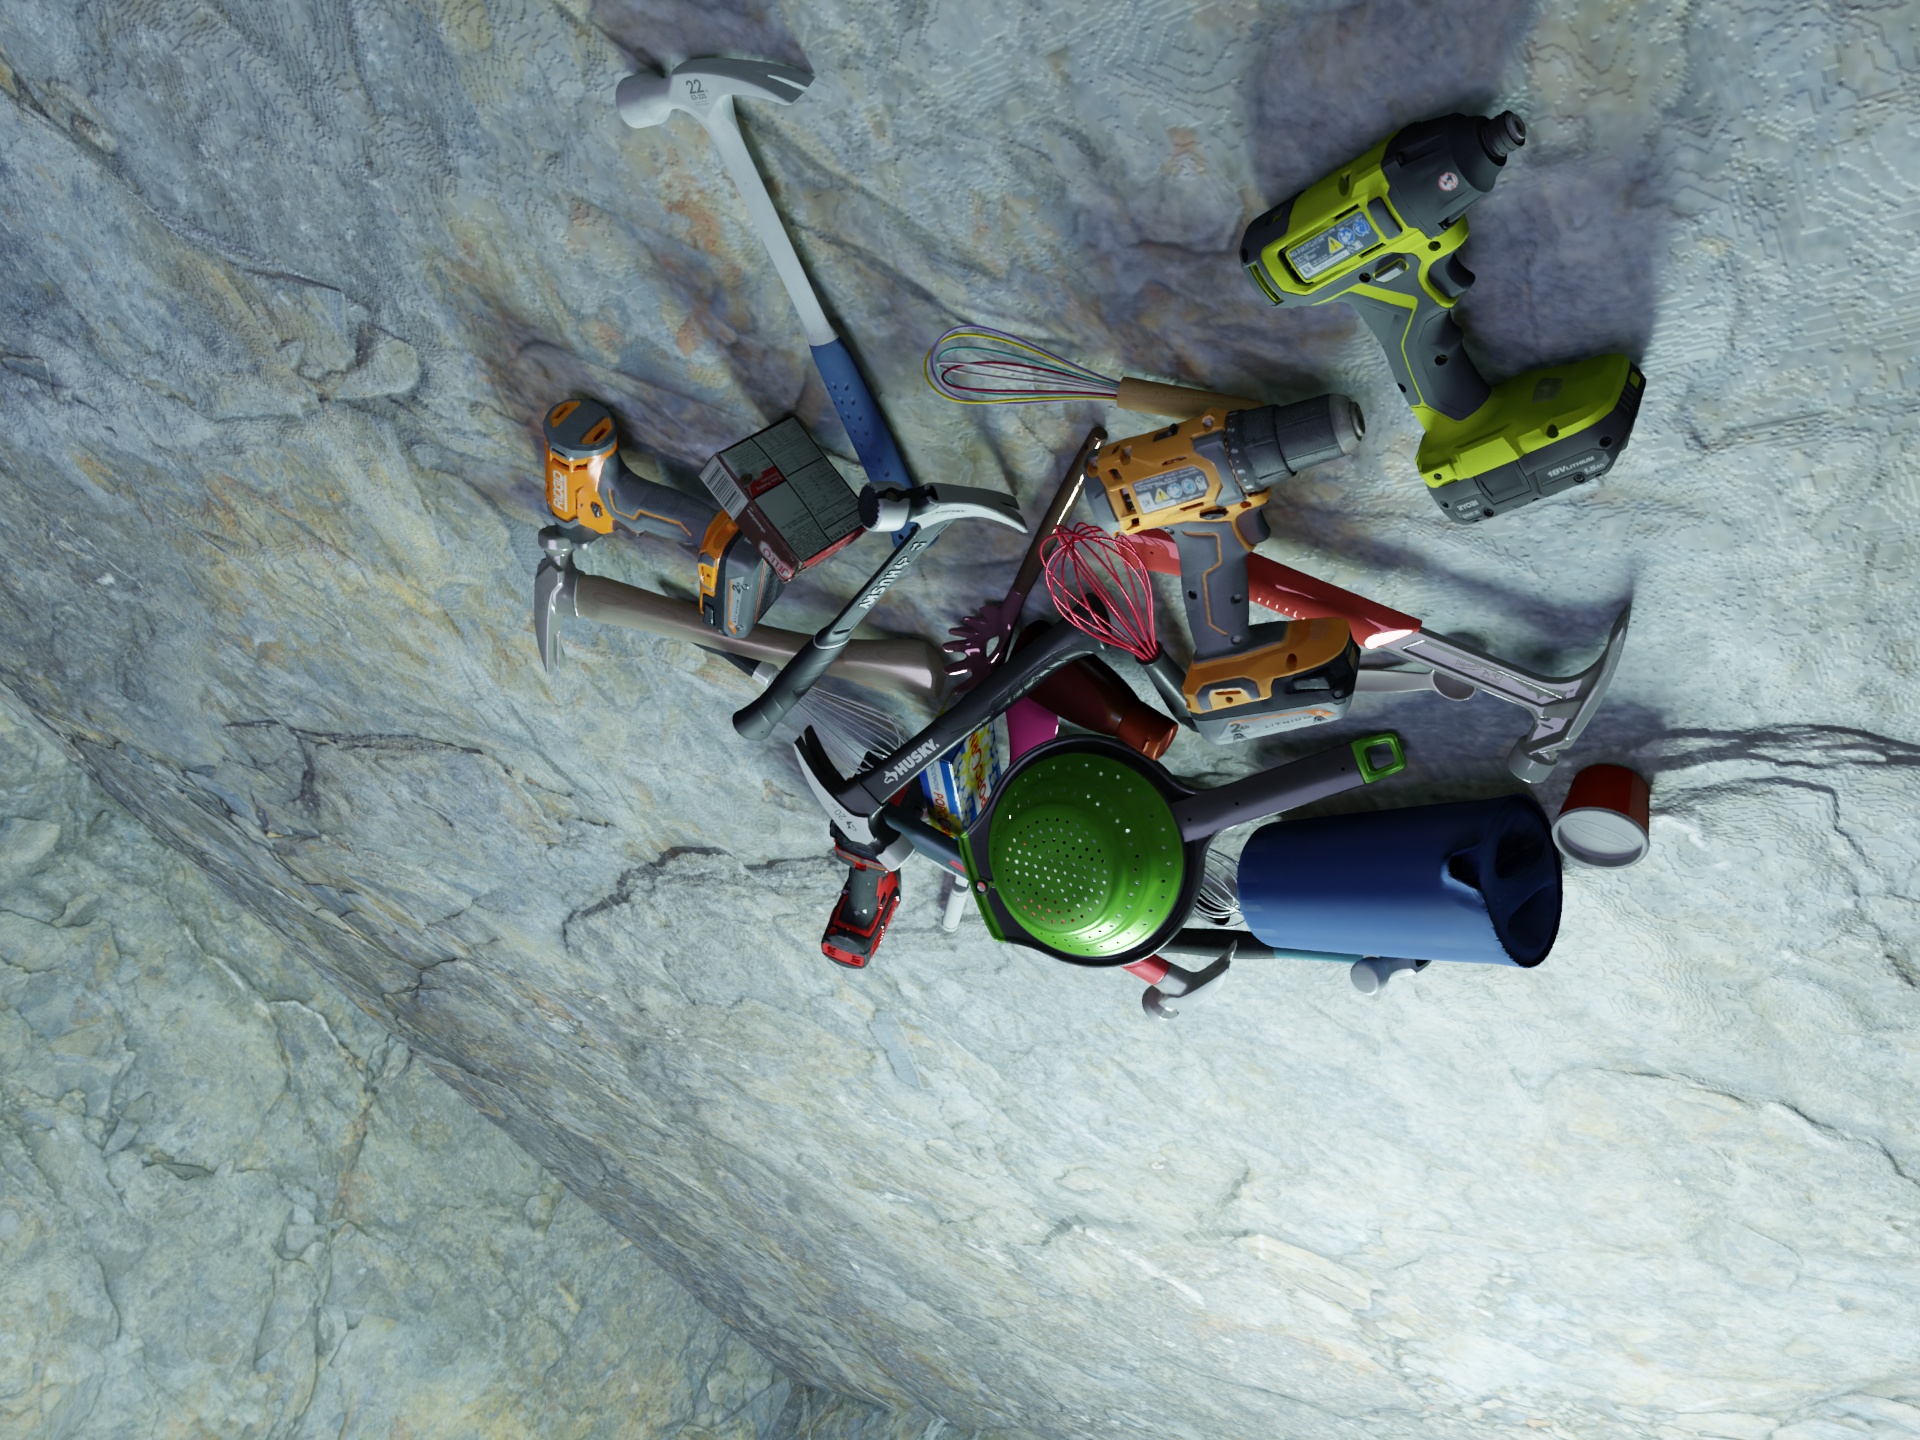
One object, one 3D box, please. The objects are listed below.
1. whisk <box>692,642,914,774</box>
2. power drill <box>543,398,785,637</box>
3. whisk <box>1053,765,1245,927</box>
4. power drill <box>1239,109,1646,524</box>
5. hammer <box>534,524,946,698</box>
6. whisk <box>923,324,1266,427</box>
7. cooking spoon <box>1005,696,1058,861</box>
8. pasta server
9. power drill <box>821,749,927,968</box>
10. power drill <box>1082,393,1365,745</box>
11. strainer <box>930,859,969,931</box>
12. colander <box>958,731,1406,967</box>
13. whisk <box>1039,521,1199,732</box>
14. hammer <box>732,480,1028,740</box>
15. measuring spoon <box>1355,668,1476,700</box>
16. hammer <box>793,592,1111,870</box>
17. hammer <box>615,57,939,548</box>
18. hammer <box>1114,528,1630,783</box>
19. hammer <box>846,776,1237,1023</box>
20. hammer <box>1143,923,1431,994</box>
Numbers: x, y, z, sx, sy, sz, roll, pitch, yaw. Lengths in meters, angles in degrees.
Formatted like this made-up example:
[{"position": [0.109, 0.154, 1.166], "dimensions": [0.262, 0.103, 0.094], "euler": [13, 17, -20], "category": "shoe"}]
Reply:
[{"position": [-0.160, -0.027, 1.515], "dimensions": [0.284, 0.070, 0.070], "euler": [33, 145, 4], "category": "whisk"}, {"position": [-0.264, -0.167, 1.393], "dimensions": [0.226, 0.084, 0.164], "euler": [30, 146, 7], "category": "power drill"}, {"position": [0.159, 0.095, 1.408], "dimensions": [0.246, 0.059, 0.057], "euler": [39, 180, 18], "category": "whisk"}, {"position": [0.291, -0.234, 0.923], "dimensions": [0.223, 0.080, 0.171], "euler": [48, 141, -19], "category": "power drill"}, {"position": [-0.211, -0.071, 1.472], "dimensions": [0.411, 0.038, 0.146], "euler": [14, 114, 16], "category": "hammer"}, {"position": [0.089, -0.227, 1.101], "dimensions": [0.245, 0.047, 0.051], "euler": [14, 141, 16], "category": "whisk"}, {"position": [0.048, 0.067, 1.471], "dimensions": [0.069, 0.017, 0.318], "euler": [40, 144, 29], "category": "cooking spoon"}, {"position": [0.050, -0.121, 1.264], "dimensions": [0.060, 0.040, 0.316], "euler": [65, 152, 25], "category": "pasta server"}, {"position": [-0.085, 0.139, 1.605], "dimensions": [0.078, 0.143, 0.219], "euler": [20, 138, 7], "category": "power drill"}, {"position": [0.205, -0.107, 1.079], "dimensions": [0.185, 0.084, 0.226], "euler": [-14, 115, 27], "category": "power drill"}, {"position": [0.000, 0.168, 1.659], "dimensions": [0.087, 0.050, 0.258], "euler": [19, 150, 3], "category": "strainer"}, {"position": [0.164, 0.091, 1.299], "dimensions": [0.397, 0.094, 0.204], "euler": [-21, 87, 24], "category": "colander"}, {"position": [0.138, -0.061, 1.218], "dimensions": [0.073, 0.073, 0.295], "euler": [4, 155, 32], "category": "whisk"}, {"position": [-0.094, -0.080, 1.321], "dimensions": [0.409, 0.149, 0.036], "euler": [-42, 61, 50], "category": "hammer"}, {"position": [0.332, -0.034, 1.199], "dimensions": [0.124, 0.018, 0.034], "euler": [2, 127, 43], "category": "measuring spoon"}, {"position": [-0.002, -0.004, 1.325], "dimensions": [0.146, 0.035, 0.334], "euler": [47, 125, -8], "category": "hammer"}, {"position": [-0.100, -0.288, 1.163], "dimensions": [0.144, 0.035, 0.405], "euler": [4, 138, 32], "category": "hammer"}, {"position": [0.281, -0.082, 1.140], "dimensions": [0.359, 0.037, 0.149], "euler": [24, 131, 12], "category": "hammer"}, {"position": [0.063, 0.153, 1.450], "dimensions": [0.386, 0.038, 0.143], "euler": [30, 144, -5], "category": "hammer"}, {"position": [0.285, 0.208, 1.464], "dimensions": [0.331, 0.128, 0.033], "euler": [-6, 98, 51], "category": "hammer"}]
